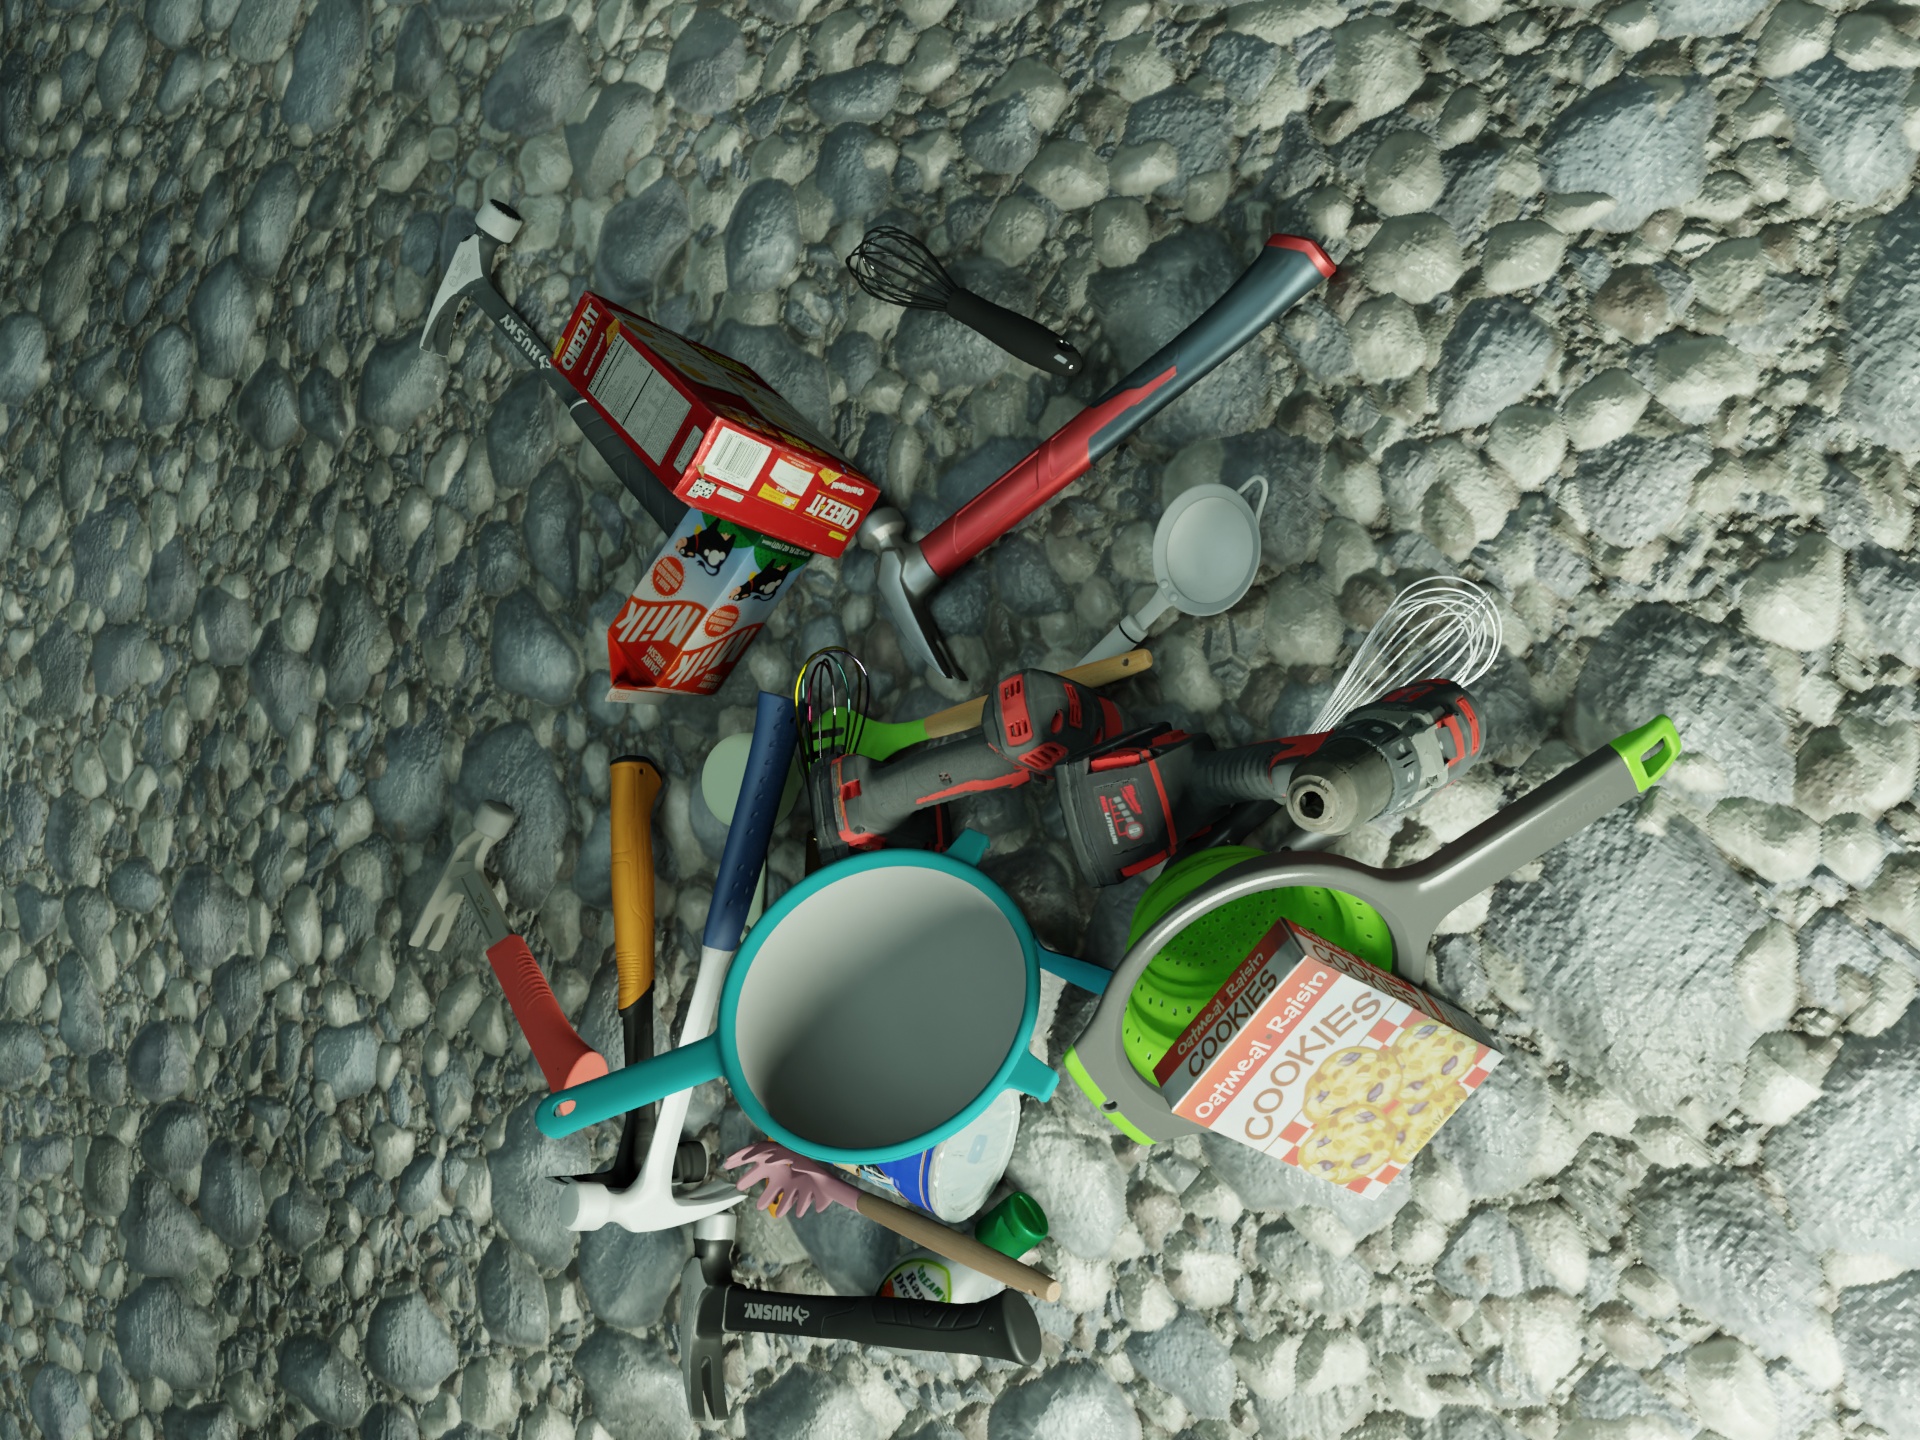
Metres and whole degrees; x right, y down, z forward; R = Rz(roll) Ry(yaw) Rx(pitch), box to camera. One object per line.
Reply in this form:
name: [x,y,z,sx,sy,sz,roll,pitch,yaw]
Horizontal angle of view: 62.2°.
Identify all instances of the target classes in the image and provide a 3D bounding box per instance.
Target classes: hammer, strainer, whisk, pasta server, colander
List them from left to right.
hammer: [-0.355,0.204,1.257,0.359,0.036,0.149,40,104,51]
hammer: [-0.335,-0.276,1.363,0.409,0.036,0.149,48,110,25]
hammer: [-0.260,0.192,1.240,0.034,0.127,0.337,-17,71,43]
hammer: [-0.178,0.179,1.178,0.035,0.144,0.405,15,89,48]
strainer: [-0.102,0.217,1.031,0.340,0.095,0.211,-21,53,5]
whisk: [-0.104,0.063,1.158,0.051,0.047,0.245,14,111,26]
hammer: [-0.080,0.419,1.098,0.335,0.035,0.146,-14,65,40]
pasta server: [-0.054,0.343,1.087,0.316,0.040,0.060,6,129,47]
whisk: [0.002,-0.299,1.143,0.239,0.055,0.055,37,105,33]
hammer: [0.098,-0.185,1.094,0.386,0.038,0.143,-36,70,23]
strainer: [0.122,-0.068,1.068,0.258,0.050,0.087,-45,59,26]
whisk: [0.224,0.018,0.995,0.284,0.070,0.070,-47,65,25]
colander: [0.235,0.099,0.954,0.397,0.204,0.095,-34,34,8]

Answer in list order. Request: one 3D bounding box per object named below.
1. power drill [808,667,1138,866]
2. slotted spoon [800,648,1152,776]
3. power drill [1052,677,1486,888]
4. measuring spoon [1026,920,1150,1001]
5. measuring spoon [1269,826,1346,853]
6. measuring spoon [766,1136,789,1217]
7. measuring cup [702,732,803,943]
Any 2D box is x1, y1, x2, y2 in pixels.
power drill: [0.016,0.038,1.071,0.219,0.143,0.079,-25,61,33]
slotted spoon: [-0.002,-0.004,1.124,0.314,0.031,0.070,-17,76,34]
power drill: [0.164,0.036,0.895,0.227,0.188,0.080,-14,94,38]
measuring spoon: [0.076,0.165,1.092,0.129,0.021,0.042,19,115,22]
measuring spoon: [0.242,0.059,0.997,0.124,0.018,0.034,-36,69,24]
measuring spoon: [-0.141,0.319,1.207,0.021,0.011,0.117,-1,85,31]
measuring cup: [-0.168,0.091,1.227,0.083,0.038,0.167,0,84,31]
